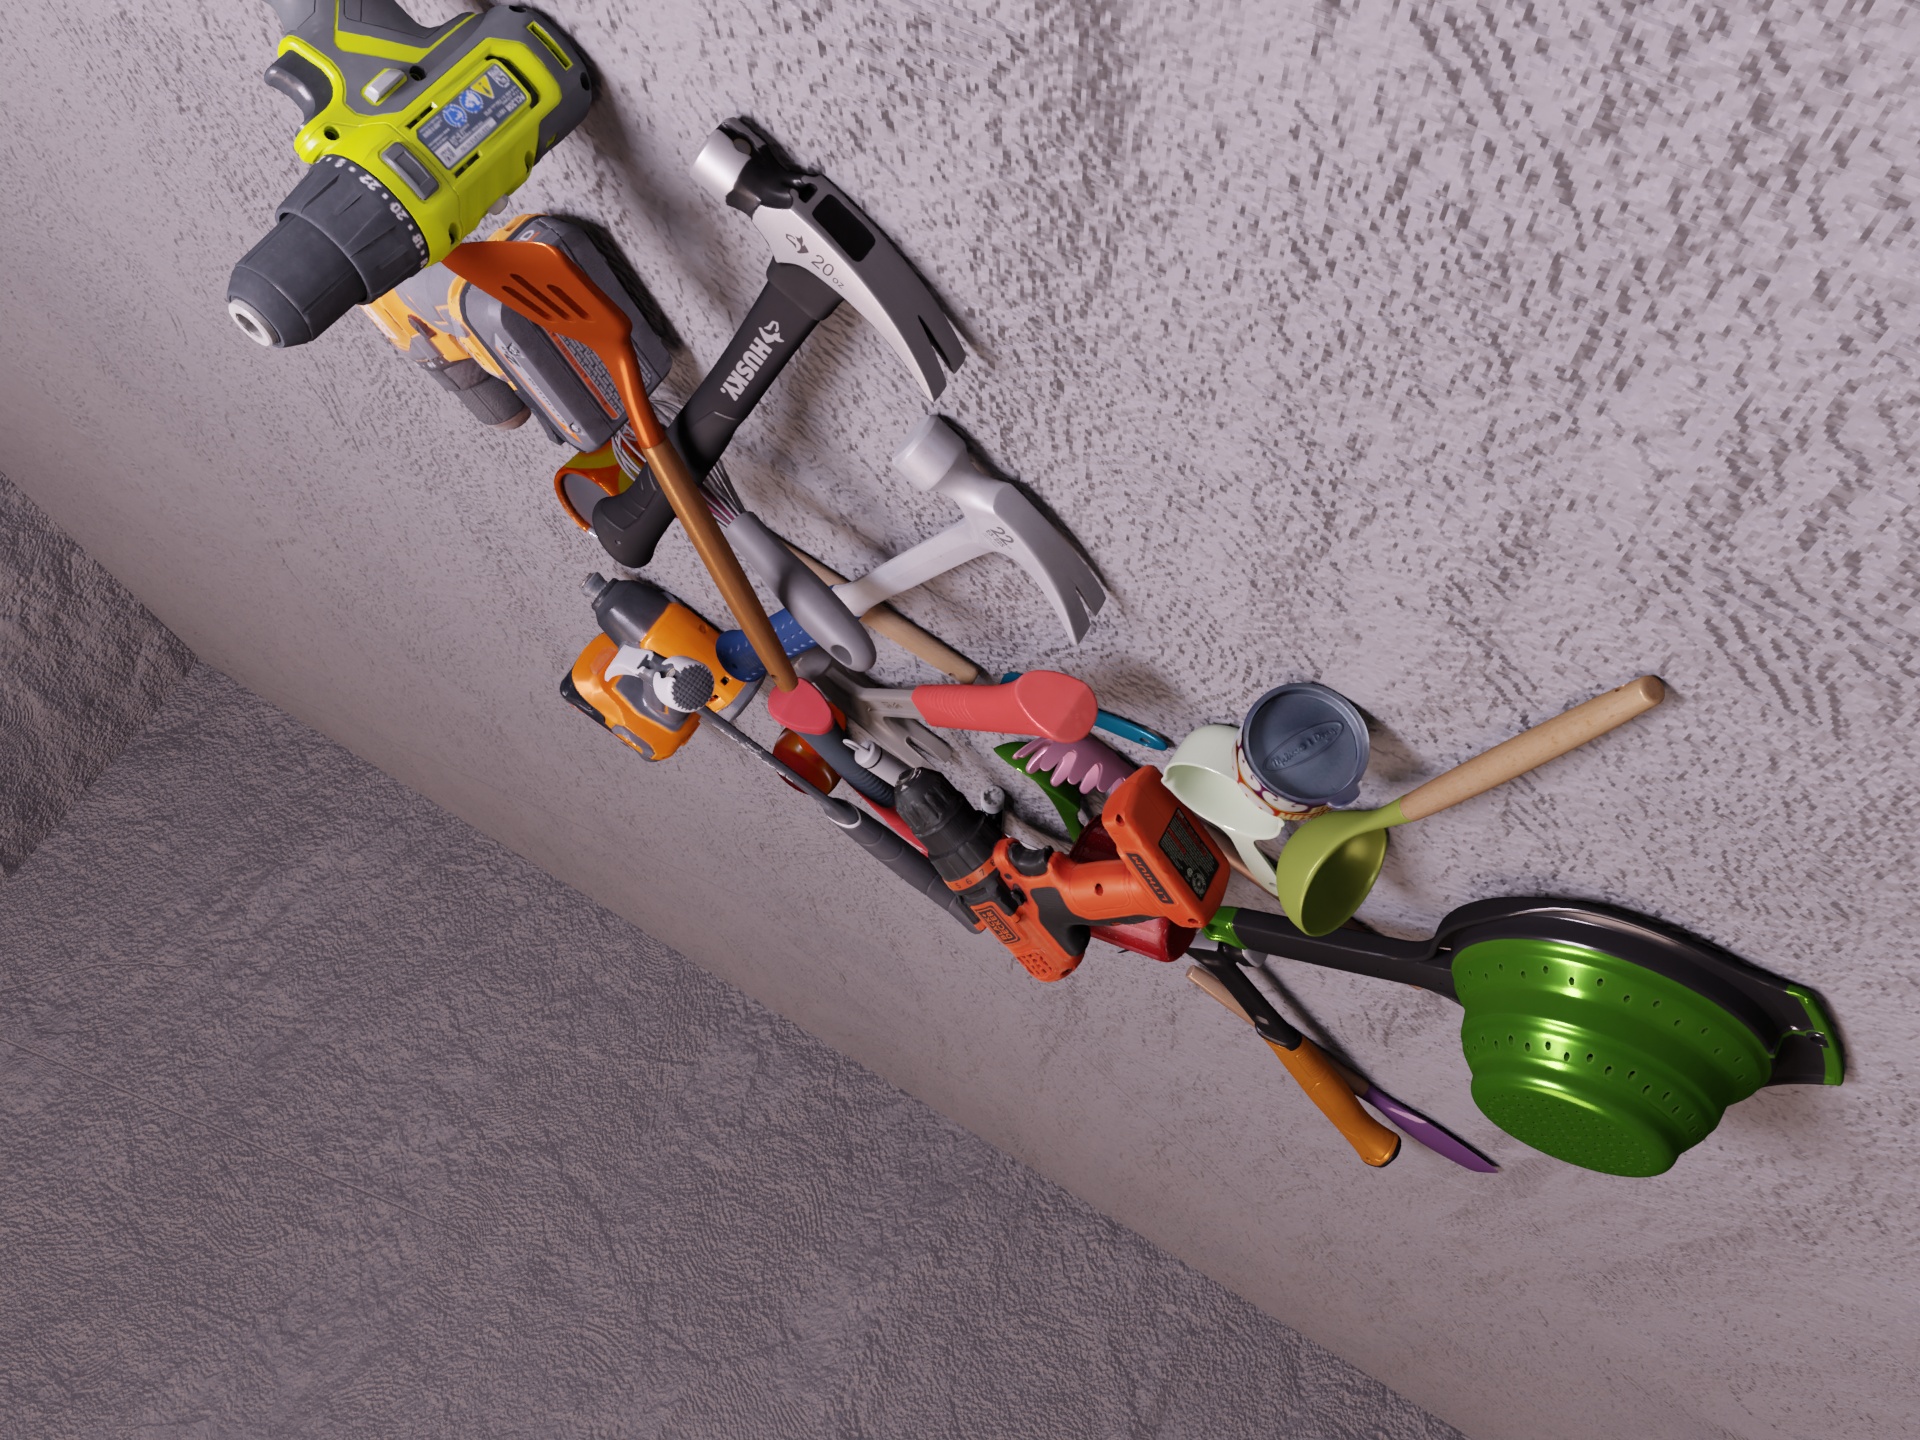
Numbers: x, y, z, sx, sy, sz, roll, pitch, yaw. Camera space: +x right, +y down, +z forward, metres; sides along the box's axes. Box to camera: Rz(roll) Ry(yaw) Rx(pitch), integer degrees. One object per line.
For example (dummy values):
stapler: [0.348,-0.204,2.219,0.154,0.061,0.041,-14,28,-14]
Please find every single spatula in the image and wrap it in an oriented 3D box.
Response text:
spatula: [0.319,0.298,1.344,0.316,0.018,0.060,35,160,-7]
spatula: [-0.156,-0.122,0.834,0.081,0.041,0.322,8,142,31]

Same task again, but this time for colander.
colander: [0.294,0.184,0.948,0.397,0.094,0.204,7,148,43]

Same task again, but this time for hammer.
hammer: [-0.107,0.062,1.222,0.408,0.036,0.149,41,166,-36]
hammer: [0.261,0.265,1.287,0.127,0.034,0.336,-4,137,46]
hammer: [-0.002,-0.003,1.041,0.149,0.037,0.359,39,167,-20]
hammer: [-0.123,-0.157,0.828,0.146,0.035,0.334,38,147,-11]
hammer: [-0.061,-0.072,0.990,0.144,0.035,0.405,41,155,-17]
hammer: [-0.074,0.057,1.296,0.143,0.038,0.385,24,166,29]

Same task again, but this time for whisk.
whisk: [-0.132,-0.113,0.947,0.239,0.055,0.055,46,164,16]

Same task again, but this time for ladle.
ladle: [0.250,0.047,0.804,0.062,0.078,0.320,53,155,5]

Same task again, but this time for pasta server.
pasta server: [0.177,0.095,1.057,0.316,0.040,0.060,34,172,-4]

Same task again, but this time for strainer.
strainer: [0.000,0.073,1.191,0.258,0.050,0.087,35,169,-39]

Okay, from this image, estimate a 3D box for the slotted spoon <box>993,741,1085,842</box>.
slotted spoon: [0.099,0.098,1.203,0.070,0.031,0.313,36,168,38]

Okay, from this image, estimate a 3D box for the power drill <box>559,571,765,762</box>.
power drill: [-0.271,-0.048,1.360,0.164,0.084,0.226,39,156,-13]

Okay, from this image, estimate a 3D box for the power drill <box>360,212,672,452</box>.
power drill: [-0.271,-0.226,0.938,0.226,0.084,0.185,24,159,37]

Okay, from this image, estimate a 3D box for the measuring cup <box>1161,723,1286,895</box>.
measuring cup: [0.179,0.057,0.966,0.083,0.038,0.167,19,158,36]

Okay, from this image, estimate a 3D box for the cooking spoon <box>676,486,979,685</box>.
cooking spoon: [-0.124,-0.114,1.059,0.319,0.017,0.068,33,150,2]

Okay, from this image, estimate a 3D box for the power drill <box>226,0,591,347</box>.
power drill: [-0.295,-0.288,0.667,0.228,0.190,0.080,46,156,-21]

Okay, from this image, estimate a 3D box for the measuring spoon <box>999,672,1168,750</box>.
measuring spoon: [0.074,0.002,1.017,0.129,0.021,0.042,22,158,34]
